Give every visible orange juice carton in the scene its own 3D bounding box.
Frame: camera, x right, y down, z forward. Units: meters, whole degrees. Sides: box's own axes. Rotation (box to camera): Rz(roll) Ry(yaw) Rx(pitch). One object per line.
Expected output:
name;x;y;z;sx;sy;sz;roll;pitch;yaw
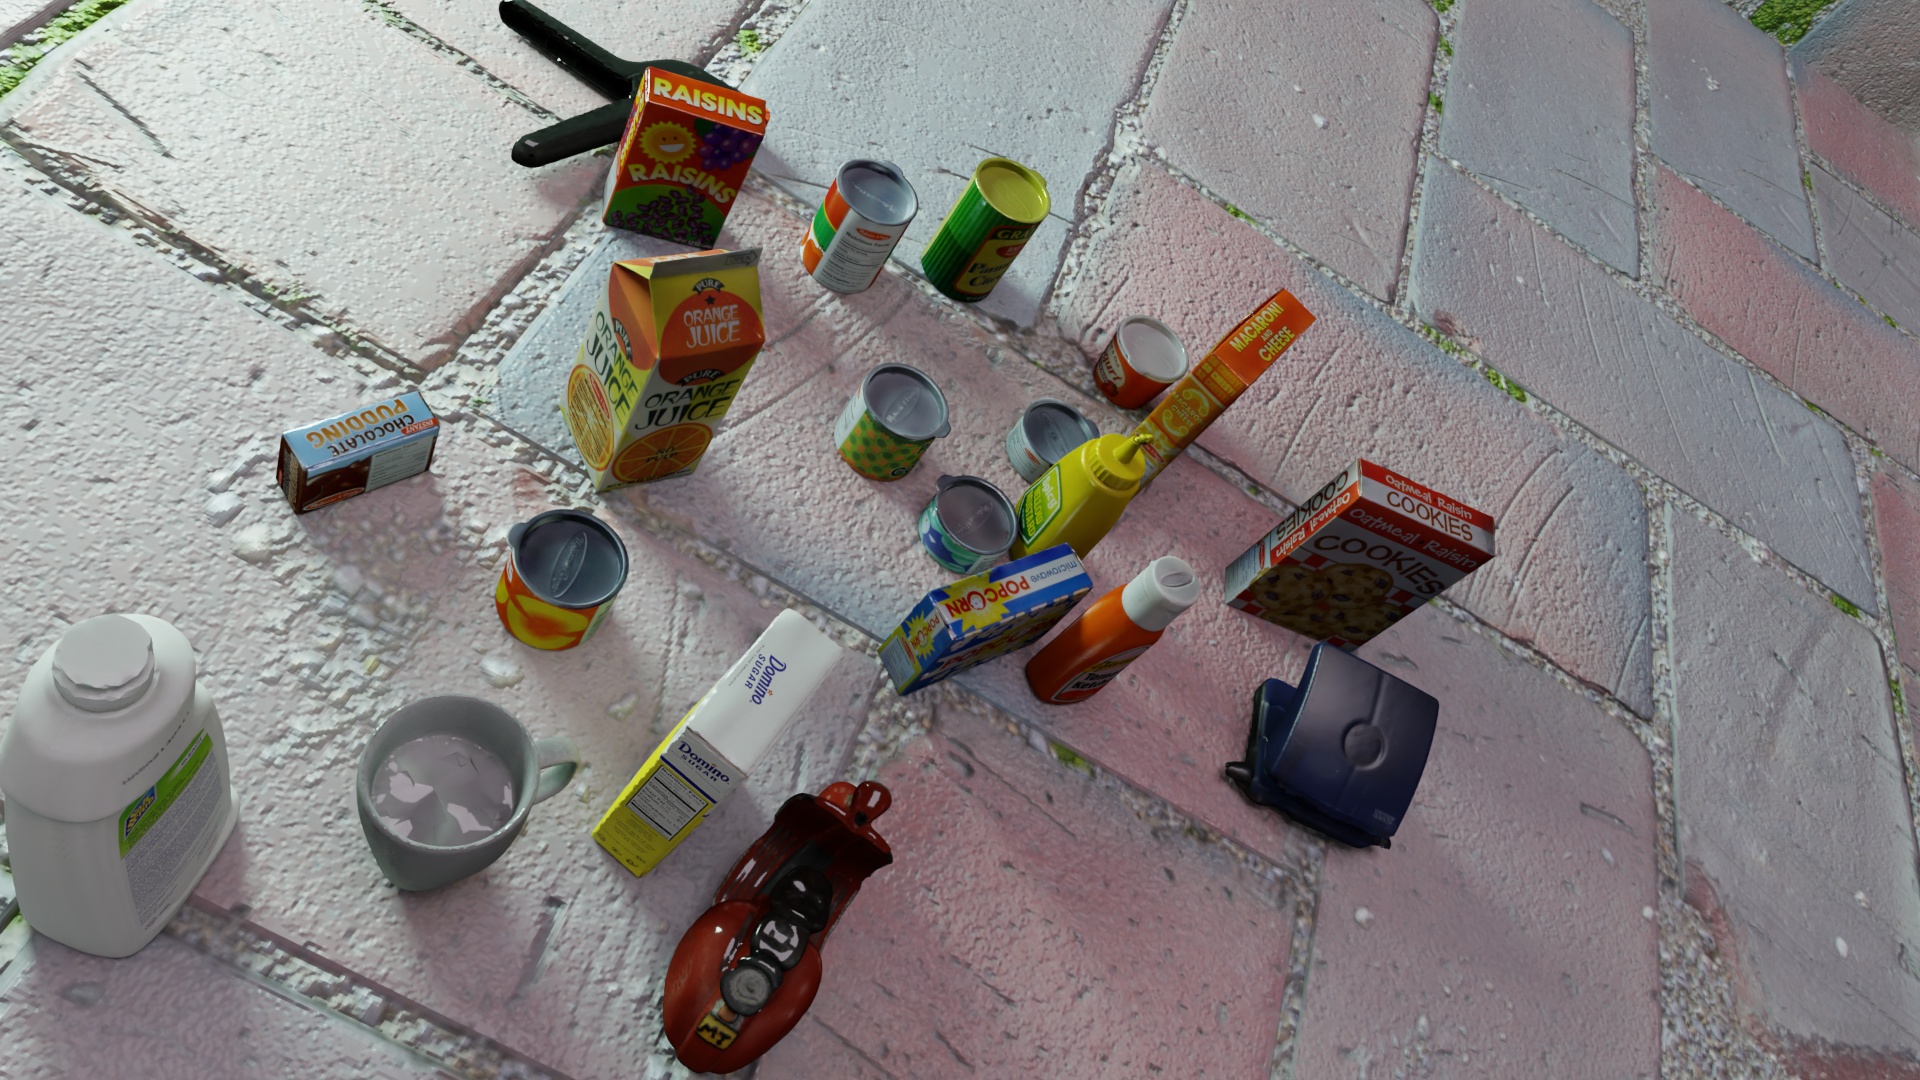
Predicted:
orange juice carton;-0.181;-0.113;0.851;0.072;0.191;0.073;-15;69;-36

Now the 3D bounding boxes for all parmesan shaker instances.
parmesan shaker;0.021;-0.248;1.116;0.071;0.102;0.071;15;54;-21

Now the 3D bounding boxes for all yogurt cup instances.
yogurt cup;0.147;-0.145;1.152;0.072;0.053;0.073;15;54;-21

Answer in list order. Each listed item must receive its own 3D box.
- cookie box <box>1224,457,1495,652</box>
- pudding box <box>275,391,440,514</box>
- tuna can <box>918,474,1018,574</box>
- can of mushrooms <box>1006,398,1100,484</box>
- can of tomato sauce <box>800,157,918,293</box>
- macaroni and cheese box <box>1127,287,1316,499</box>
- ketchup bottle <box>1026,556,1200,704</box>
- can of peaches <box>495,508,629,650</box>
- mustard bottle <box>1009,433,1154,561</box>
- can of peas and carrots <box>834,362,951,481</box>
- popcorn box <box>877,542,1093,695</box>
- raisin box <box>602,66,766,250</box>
cookie box;0.301;0.015;1.059;0.123;0.166;0.040;21;52;-17
pudding box;-0.350;-0.051;0.808;0.084;0.049;0.030;-28;76;-39
tuna can;0.004;-0.012;0.996;0.071;0.032;0.071;15;54;-21
can of mushrooms;0.072;-0.074;1.076;0.071;0.033;0.071;15;54;-21
can of tomato sauce;-0.079;-0.242;1.068;0.071;0.082;0.071;15;54;-21
macaroni and cheese box;0.188;-0.111;1.078;0.040;0.165;0.124;45;49;4
ketchup bottle;0.104;0.060;0.928;0.065;0.148;0.043;-9;65;-34
can of peaches;-0.237;0.023;0.818;0.071;0.057;0.071;15;54;-21
mustard bottle;0.087;-0.034;0.974;0.049;0.159;0.065;12;55;-23
can of peas and carrots;-0.048;-0.083;0.996;0.071;0.058;0.071;15;54;-21
popcorn box;0.017;0.052;0.926;0.127;0.084;0.038;-18;70;-37
raisin box;-0.198;-0.270;0.991;0.086;0.122;0.040;11;55;-24
